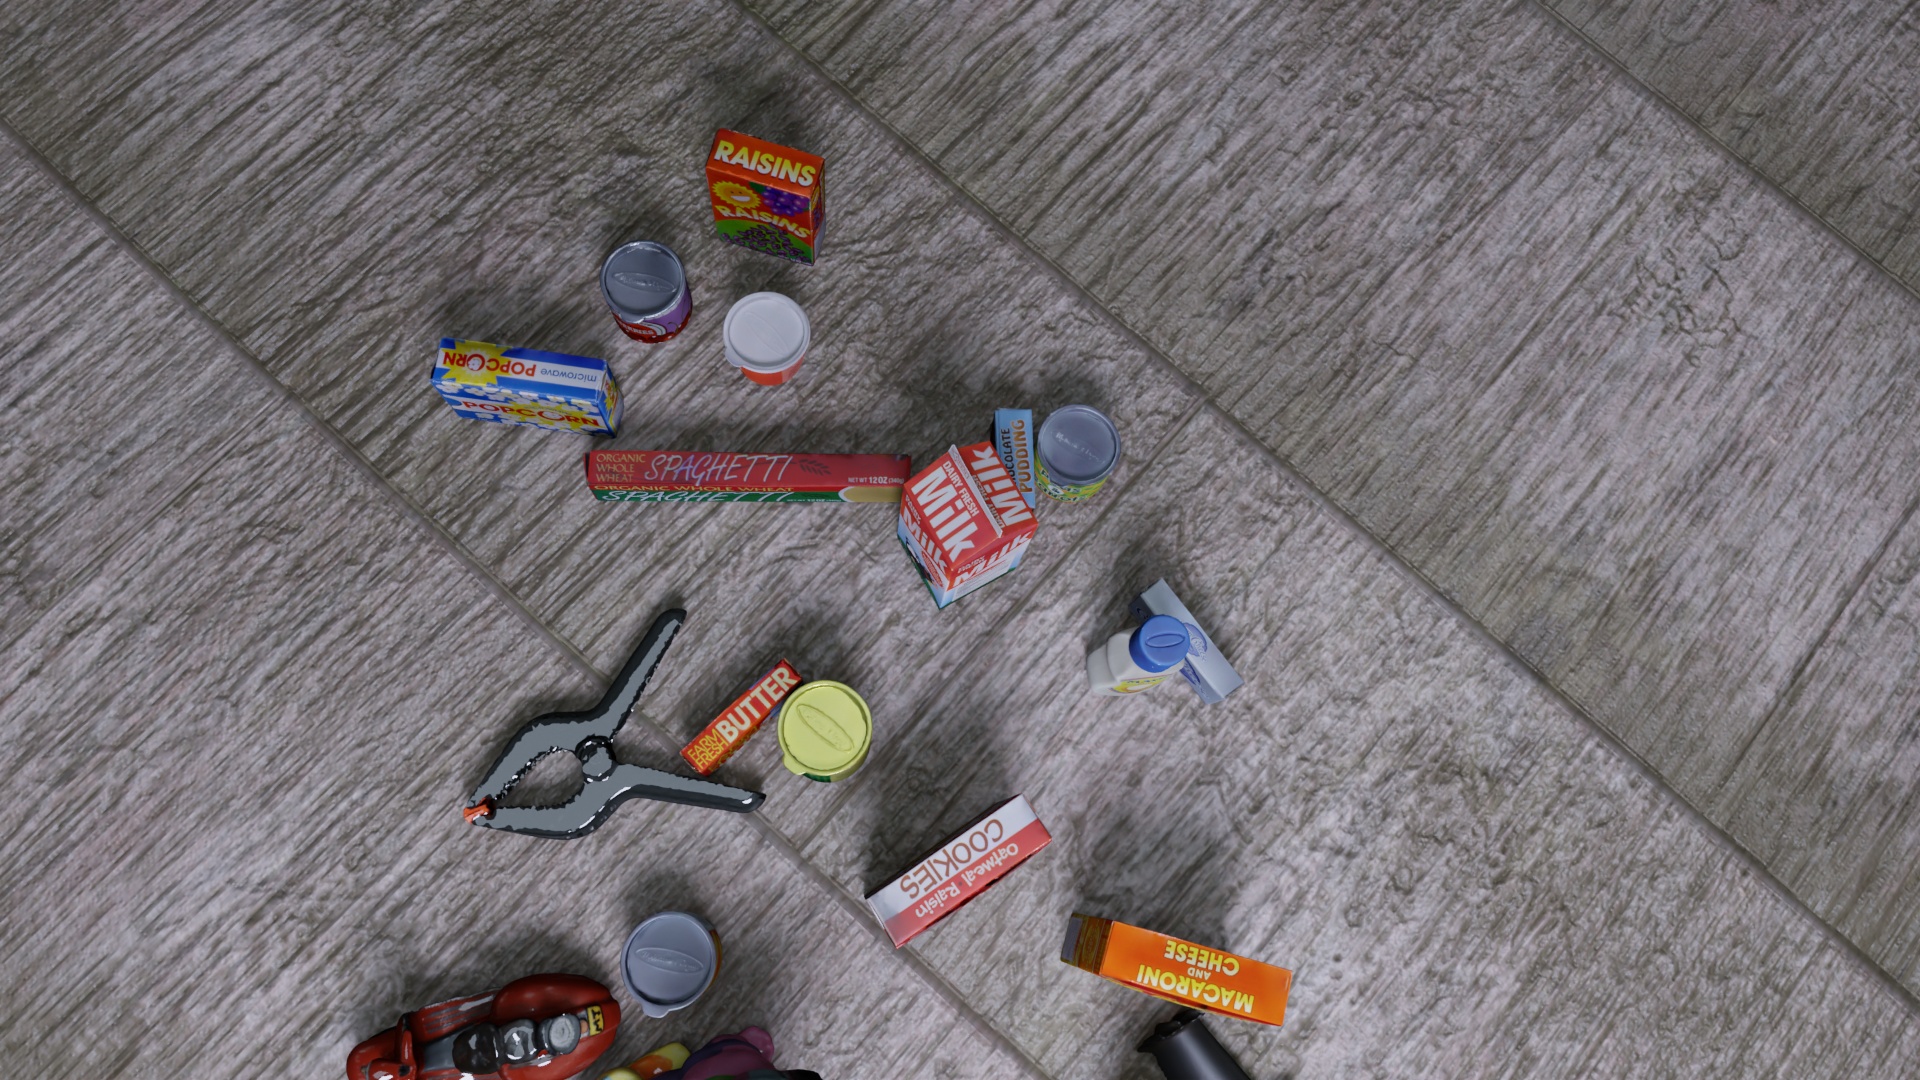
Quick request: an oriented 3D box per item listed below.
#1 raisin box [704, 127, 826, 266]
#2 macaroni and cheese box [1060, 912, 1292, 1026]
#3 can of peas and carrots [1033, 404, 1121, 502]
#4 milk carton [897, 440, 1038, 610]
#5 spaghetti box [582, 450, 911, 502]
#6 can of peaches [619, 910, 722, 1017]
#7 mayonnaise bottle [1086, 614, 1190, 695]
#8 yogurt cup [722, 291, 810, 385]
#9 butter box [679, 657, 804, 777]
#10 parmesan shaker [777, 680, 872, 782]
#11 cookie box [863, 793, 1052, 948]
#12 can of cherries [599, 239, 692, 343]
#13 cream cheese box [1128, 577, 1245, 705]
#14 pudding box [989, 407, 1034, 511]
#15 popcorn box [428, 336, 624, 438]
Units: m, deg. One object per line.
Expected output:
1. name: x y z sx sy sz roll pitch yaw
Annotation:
1. raisin box: -0.152 -0.271 1.102 0.086 0.123 0.040 17 76 -1
2. macaroni and cheese box: 0.144 0.296 0.965 0.124 0.166 0.040 16 76 -1
3. can of peas and carrots: 0.089 -0.066 1.105 0.071 0.058 0.071 1 76 -5
4. milk carton: 0.004 -0.013 1.017 0.073 0.190 0.072 -28 80 -10
5. spaghetti box: -0.164 -0.049 1.084 0.250 0.050 0.029 0 77 -5
6. can of peaches: -0.206 0.300 0.990 0.071 0.058 0.071 1 76 -5
7. mayonnaise bottle: 0.134 0.086 1.026 0.065 0.147 0.041 -7 77 -6
8. yogurt cup: -0.154 -0.158 1.110 0.072 0.054 0.072 1 76 -5
9. butter box: -0.161 0.133 1.038 0.104 0.053 0.024 -43 83 -13
10. parmesan shaker: -0.100 0.143 1.014 0.071 0.103 0.071 1 76 -4
11. cookie box: -0.006 0.230 0.968 0.123 0.167 0.040 -33 81 -11
12. can of cherries: -0.251 -0.195 1.109 0.071 0.058 0.071 1 76 -5
13. cream cheese box: 0.174 0.080 1.079 0.024 0.053 0.104 -36 82 -12
14. pudding box: 0.041 -0.060 1.104 0.030 0.049 0.084 0 76 -5
15. popcorn box: -0.330 -0.116 1.068 0.127 0.085 0.038 8 76 -3
